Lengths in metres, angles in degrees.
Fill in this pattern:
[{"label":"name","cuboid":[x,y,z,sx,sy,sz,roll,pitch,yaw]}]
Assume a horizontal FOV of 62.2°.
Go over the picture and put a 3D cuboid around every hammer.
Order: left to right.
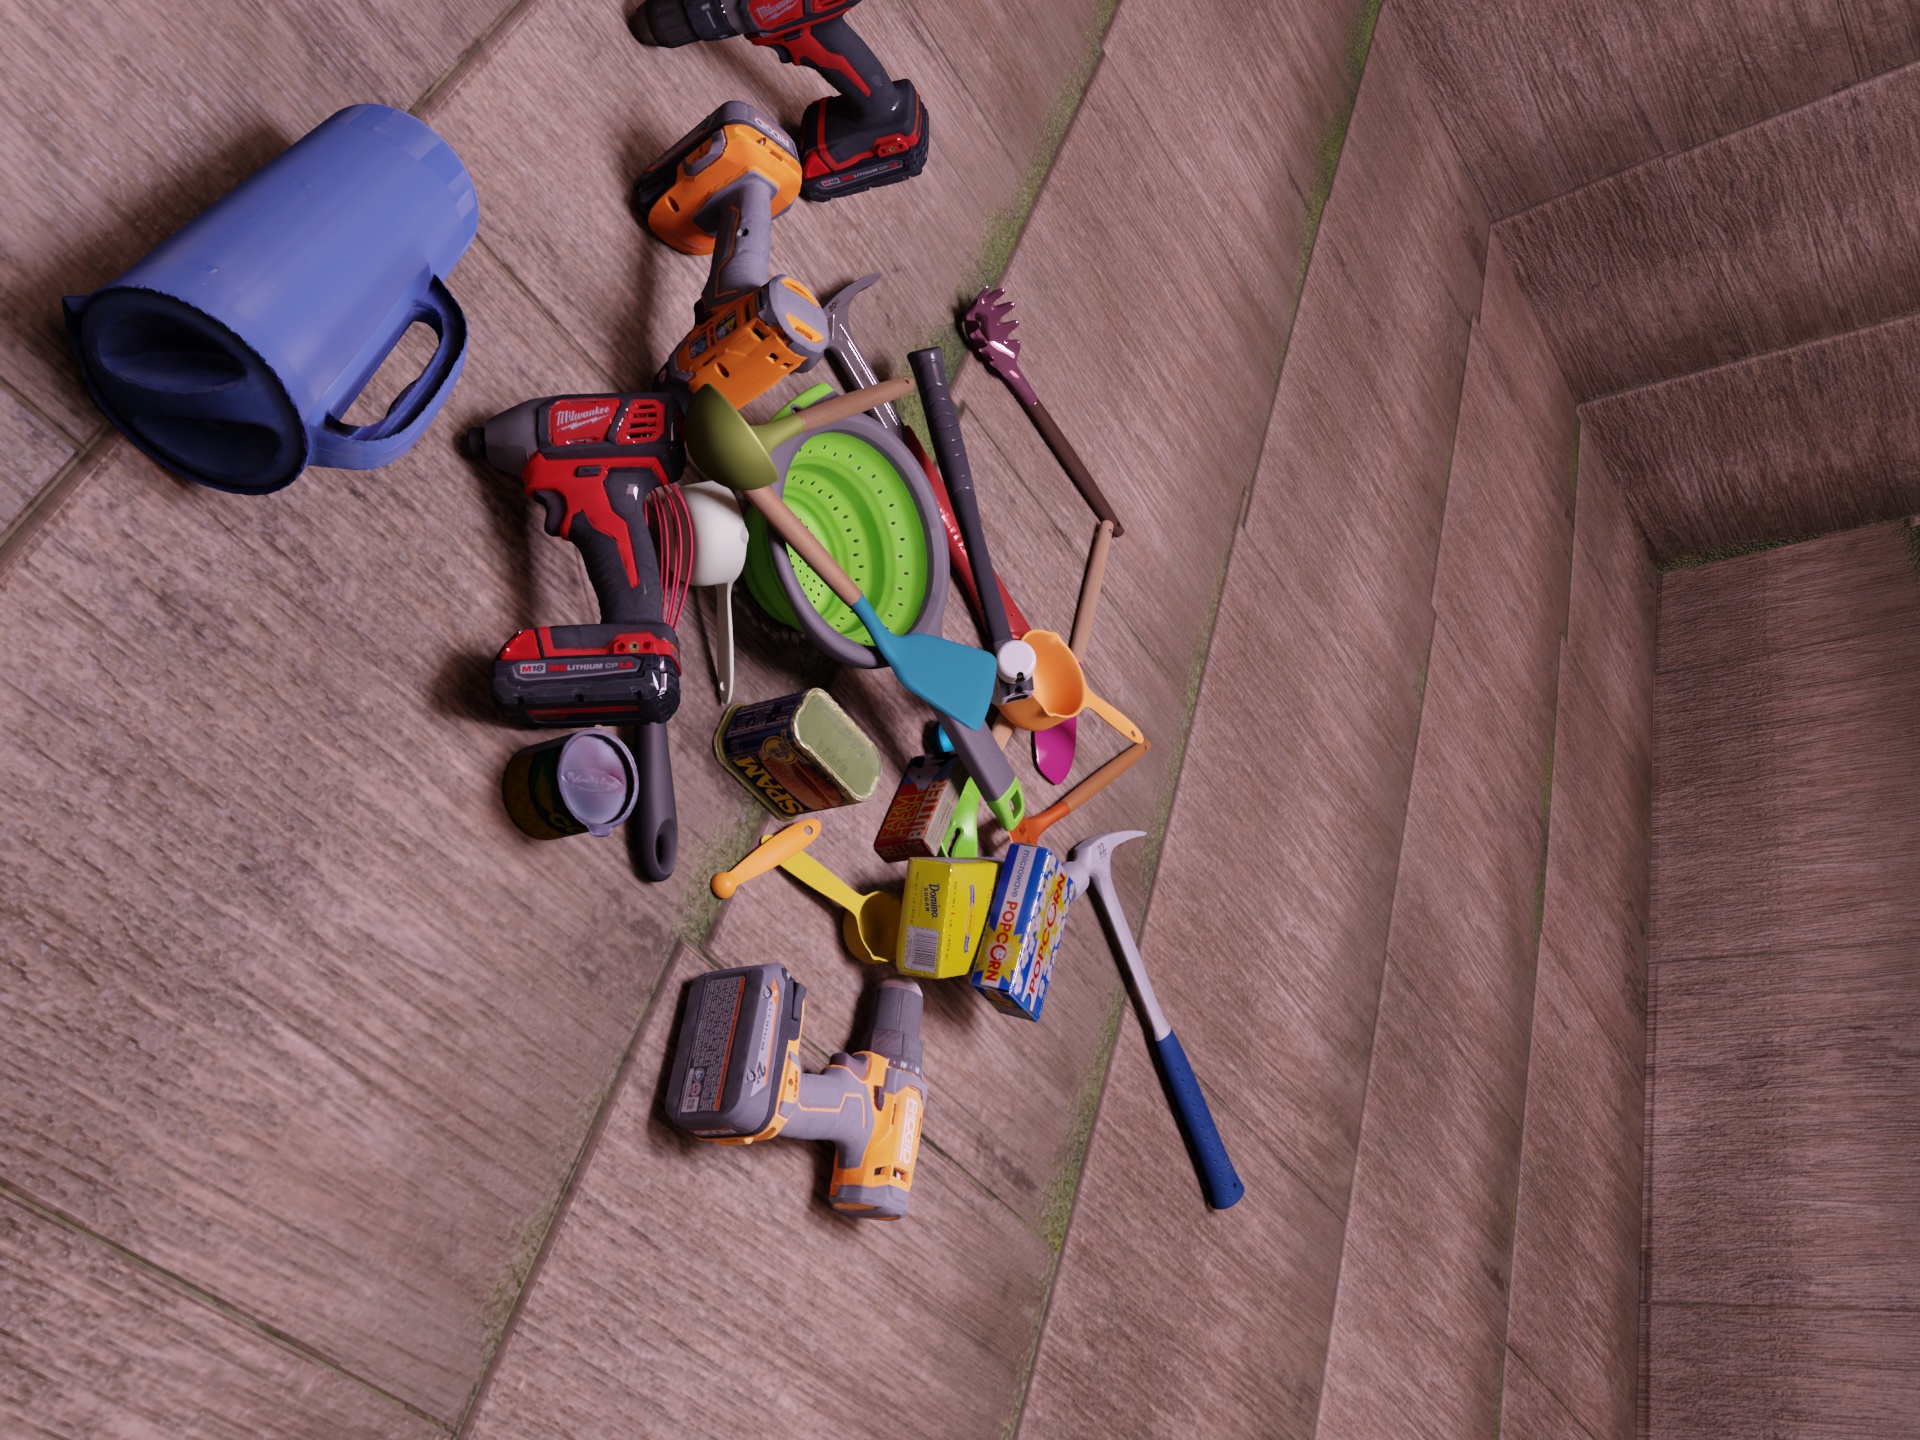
[{"label":"hammer","cuboid":[-0.029,-0.220,1.435,0.358,0.037,0.149,58,41,-23]},{"label":"hammer","cuboid":[0.007,-0.172,1.370,0.146,0.035,0.335,93,-17,-75]},{"label":"hammer","cuboid":[0.200,0.297,1.576,0.144,0.035,0.405,-37,109,-51]}]

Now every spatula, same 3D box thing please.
[{"label":"spatula","cuboid":[-0.085,-0.112,1.165,0.317,0.044,0.082,47,40,-31]},{"label":"spatula","cuboid":[0.118,0.075,1.533,0.322,0.041,0.081,-32,104,-53]}]

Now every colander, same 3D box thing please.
[{"label":"colander","cuboid":[-0.070,-0.069,1.285,0.396,0.094,0.204,60,42,-21]}]

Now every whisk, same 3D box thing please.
[{"label":"whisk","cuboid":[-0.221,-0.035,1.116,0.073,0.073,0.296,-1,87,-53]}]

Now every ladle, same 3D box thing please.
[{"label":"ladle","cuboid":[-0.099,-0.228,1.157,0.078,0.062,0.320,52,32,-1]}]

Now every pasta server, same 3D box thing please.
[{"label":"pasta server","cuboid":[0.092,-0.304,1.617,0.316,0.040,0.060,51,56,-32]}]

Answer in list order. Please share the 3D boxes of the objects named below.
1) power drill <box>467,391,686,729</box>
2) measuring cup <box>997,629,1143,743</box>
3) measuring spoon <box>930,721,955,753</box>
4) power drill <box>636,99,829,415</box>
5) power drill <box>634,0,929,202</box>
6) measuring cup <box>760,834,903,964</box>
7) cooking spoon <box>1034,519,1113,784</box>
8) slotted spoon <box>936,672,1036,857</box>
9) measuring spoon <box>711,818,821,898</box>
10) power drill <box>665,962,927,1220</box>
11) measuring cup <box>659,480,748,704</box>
[{"label":"power drill","cuboid":[-0.251,-0.110,1.042,0.078,0.143,0.220,104,-17,-76]},{"label":"measuring cup","cuboid":[0.097,-0.014,1.479,0.173,0.052,0.095,34,46,-32]},{"label":"measuring spoon","cuboid":[-0.002,-0.005,1.426,0.042,0.021,0.129,58,32,-22]},{"label":"power drill","cuboid":[-0.183,-0.330,1.189,0.084,0.164,0.227,23,50,-47]},{"label":"power drill","cuboid":[-0.138,-0.533,1.305,0.226,0.188,0.080,49,37,-59]},{"label":"measuring cup","cuboid":[-0.103,0.138,1.248,0.156,0.029,0.062,39,49,-24]},{"label":"cooking spoon","cuboid":[0.120,-0.077,1.600,0.068,0.017,0.319,43,49,-38]},{"label":"slotted spoon","cuboid":[0.033,0.022,1.450,0.070,0.031,0.314,57,39,-28]},{"label":"measuring spoon","cuboid":[-0.143,0.101,1.198,0.117,0.011,0.021,-33,93,-45]},{"label":"power drill","cuboid":[-0.102,0.248,1.166,0.226,0.084,0.185,41,47,-43]},{"label":"measuring cup","cuboid":[-0.191,-0.092,1.174,0.038,0.083,0.167,-10,105,-36]}]
